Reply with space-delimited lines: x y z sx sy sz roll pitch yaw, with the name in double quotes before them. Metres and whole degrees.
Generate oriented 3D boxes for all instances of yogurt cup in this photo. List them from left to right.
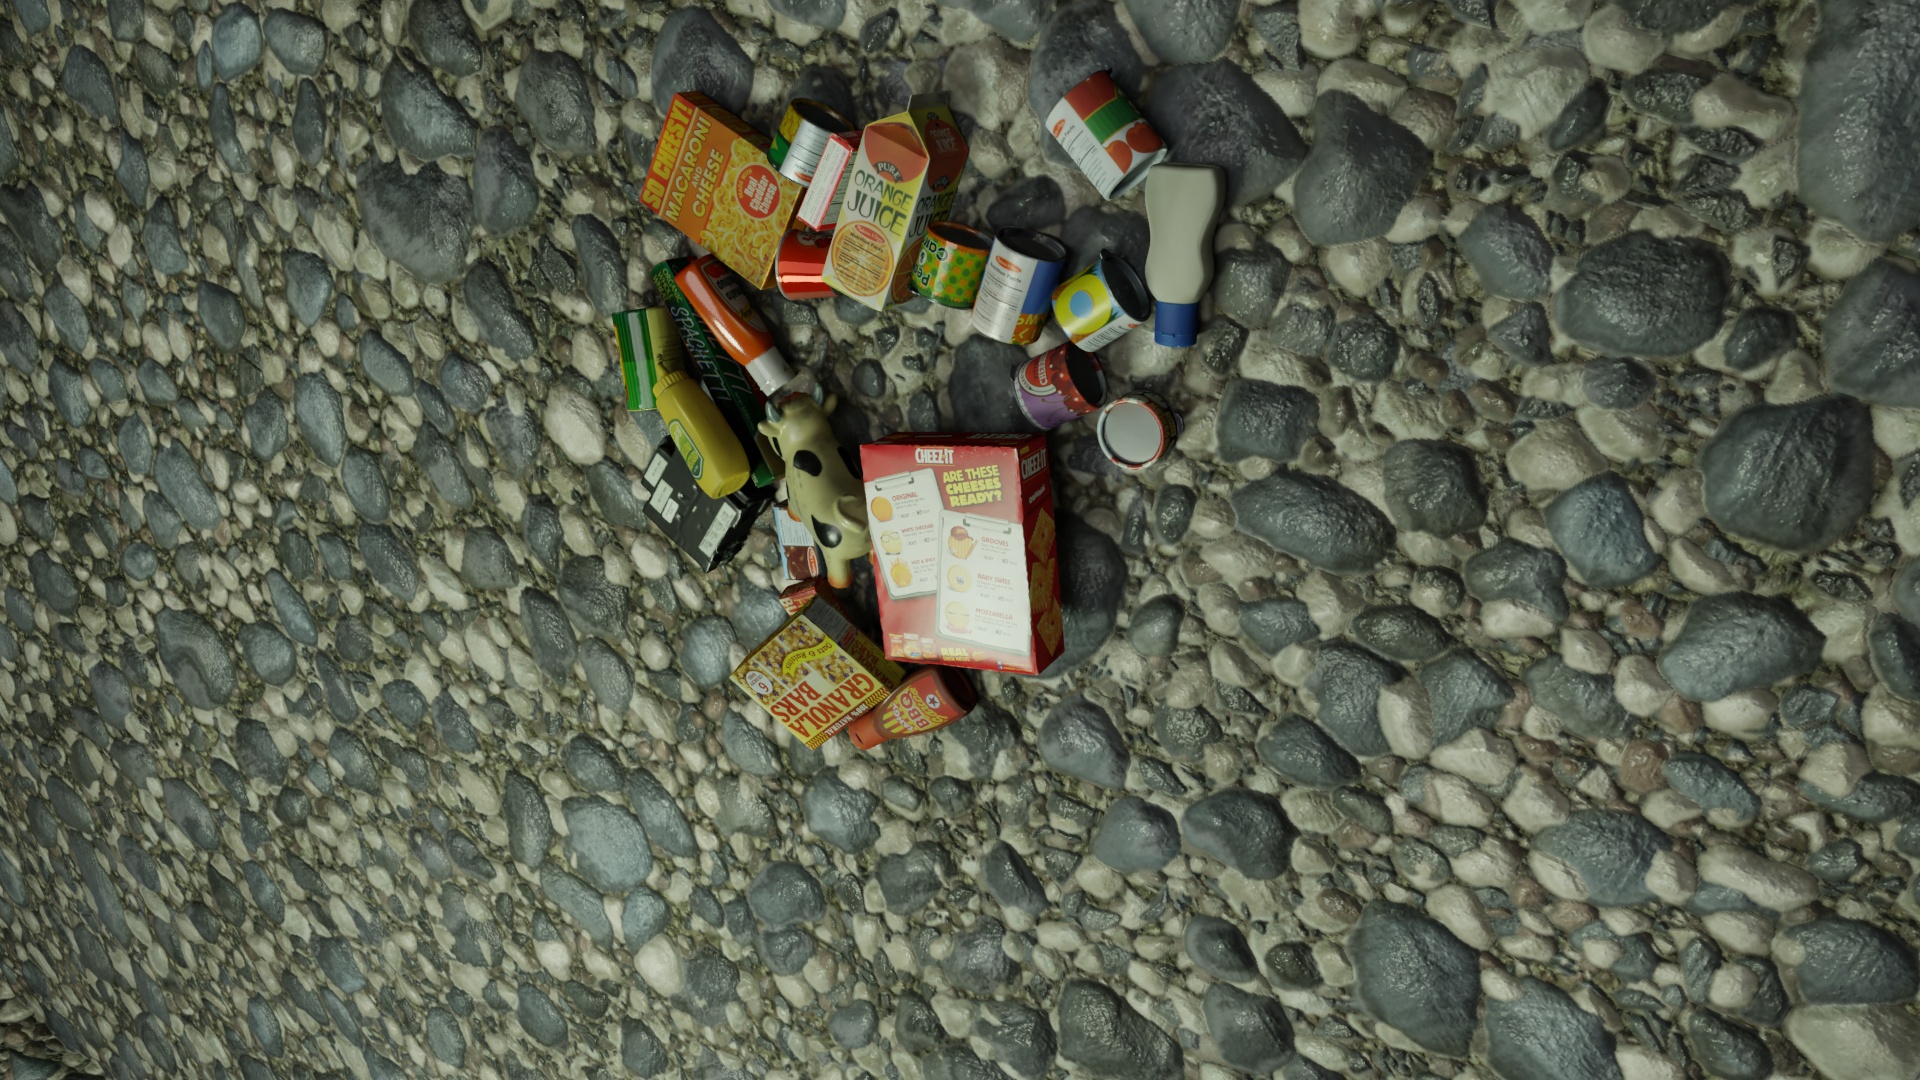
"yogurt cup" -0.138 -0.262 1.324 0.054 0.073 0.072 7 111 20

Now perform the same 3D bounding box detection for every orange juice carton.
"orange juice carton" -0.055 -0.311 1.251 0.073 0.072 0.191 31 120 18

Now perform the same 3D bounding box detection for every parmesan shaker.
"parmesan shaker" -0.323 -0.192 1.456 0.071 0.071 0.103 -1 103 31

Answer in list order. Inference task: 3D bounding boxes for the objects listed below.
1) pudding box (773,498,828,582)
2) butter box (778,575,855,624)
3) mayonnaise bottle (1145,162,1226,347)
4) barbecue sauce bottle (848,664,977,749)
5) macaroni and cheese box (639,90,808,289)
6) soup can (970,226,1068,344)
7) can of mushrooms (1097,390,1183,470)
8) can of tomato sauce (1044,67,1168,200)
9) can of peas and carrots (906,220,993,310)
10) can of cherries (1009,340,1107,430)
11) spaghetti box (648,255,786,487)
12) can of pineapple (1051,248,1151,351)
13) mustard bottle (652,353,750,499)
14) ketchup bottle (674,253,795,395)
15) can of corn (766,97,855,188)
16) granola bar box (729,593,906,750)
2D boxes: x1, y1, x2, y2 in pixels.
"pudding box" -0.163 -0.001 1.450 0.049 0.030 0.083 1 107 29
"butter box" -0.141 0.088 1.453 0.053 0.024 0.103 -16 117 35
"mayonnaise bottle" 0.183 -0.237 1.156 0.065 0.041 0.147 12 114 27
"barbecue sauce bottle" -0.054 0.176 1.439 0.148 0.044 0.065 -31 95 35
"macaroni and cheese box" -0.226 -0.343 1.361 0.166 0.040 0.123 37 122 14
"soup can" 0.053 -0.224 1.222 0.071 0.072 0.083 30 125 18
"can of mushrooms" 0.158 -0.097 1.224 0.071 0.033 0.070 10 111 28
"can of tomato sauce" 0.122 -0.334 1.144 0.071 0.071 0.083 -41 85 34
"can of peas and carrots" -0.009 -0.248 1.247 0.071 0.071 0.058 30 119 18
"can of cherries" 0.087 -0.139 1.229 0.058 0.072 0.071 -21 96 34
"spaghetti box" -0.241 -0.175 1.423 0.028 0.050 0.250 -25 93 33
"can of pineapple" 0.120 -0.205 1.189 0.057 0.071 0.071 -29 91 35
"mustard bottle" -0.271 -0.121 1.407 0.160 0.049 0.065 57 149 9
"ketchup bottle" -0.223 -0.215 1.393 0.043 0.065 0.148 -32 98 23
"can of corn" -0.138 -0.368 1.286 0.071 0.071 0.058 40 122 13
"granola bar box" -0.151 0.140 1.454 0.124 0.039 0.164 43 135 -8
